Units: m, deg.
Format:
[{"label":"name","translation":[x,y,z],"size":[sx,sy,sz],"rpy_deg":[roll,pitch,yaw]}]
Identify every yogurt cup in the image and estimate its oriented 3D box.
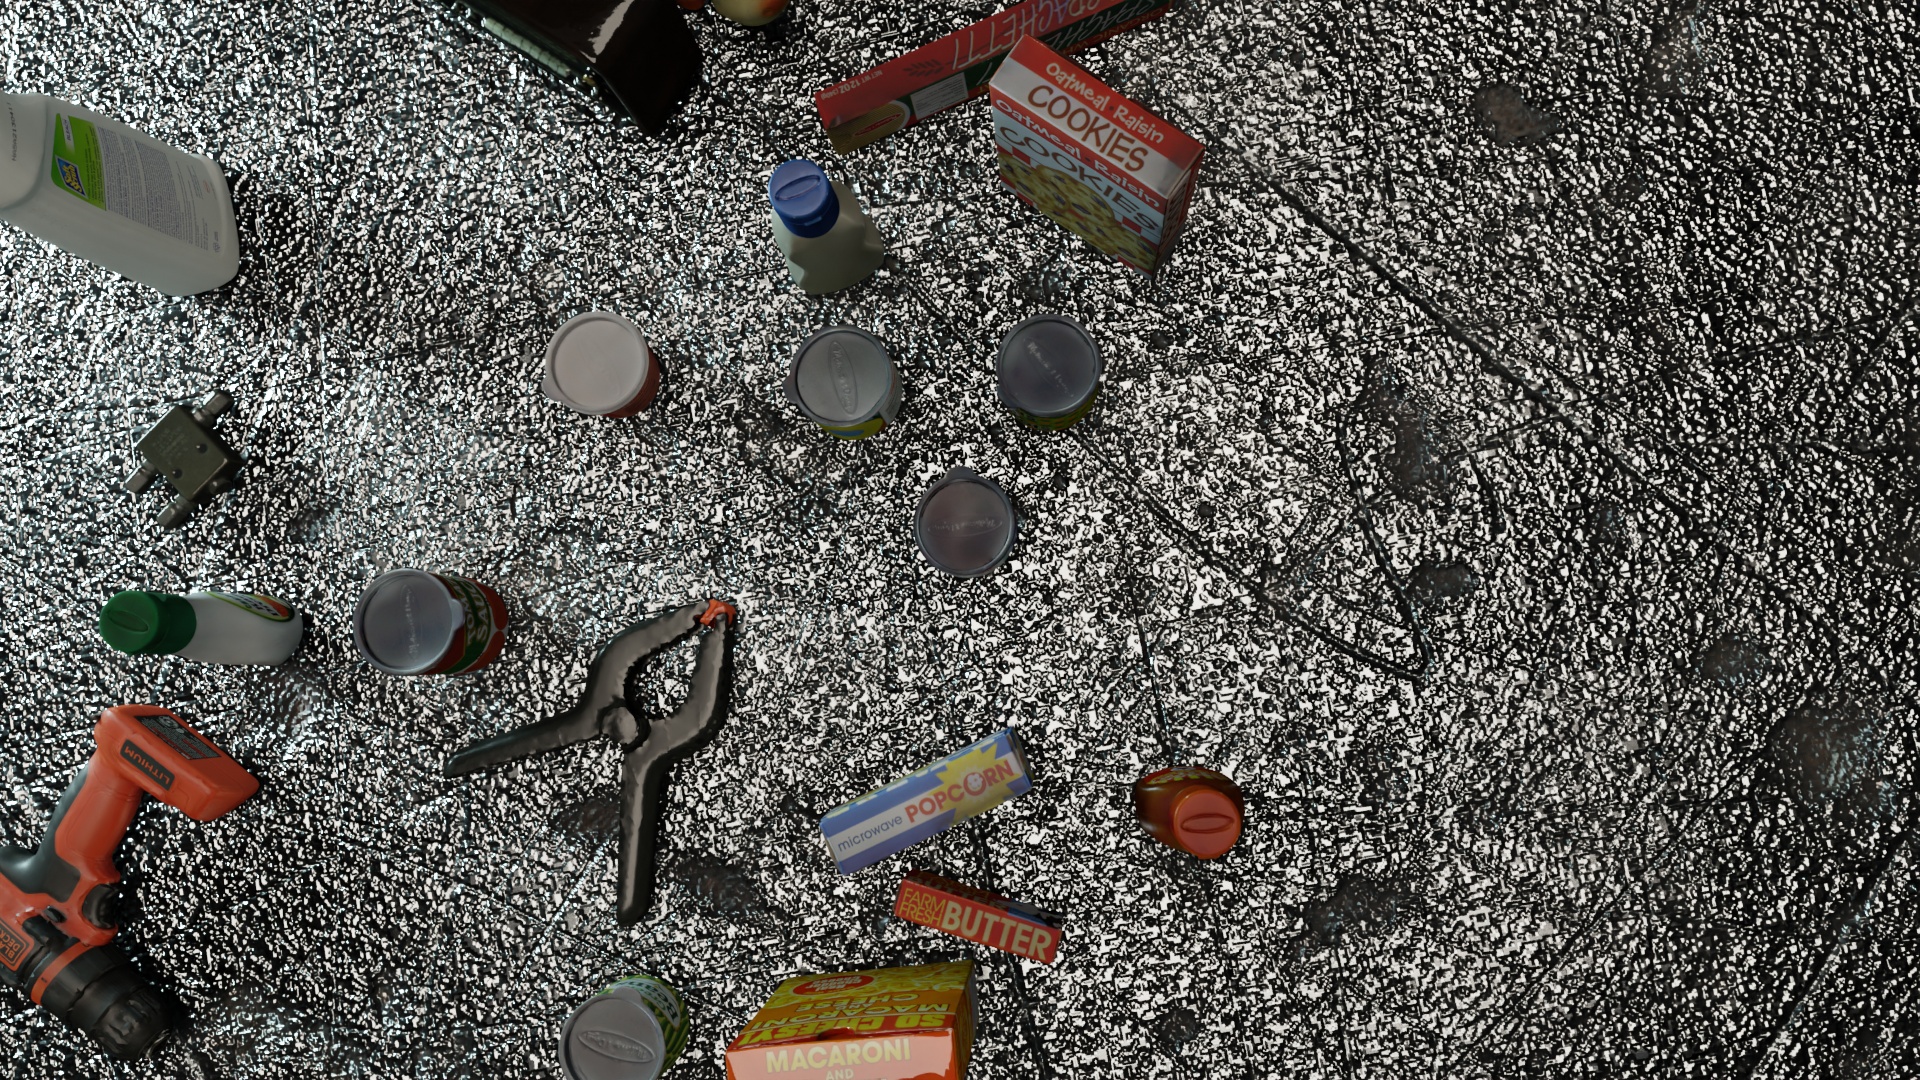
[{"label":"yogurt cup","translation":[-0.232,-0.112,0.917],"size":[0.072,0.054,0.072],"rpy_deg":[0,84,4]}]

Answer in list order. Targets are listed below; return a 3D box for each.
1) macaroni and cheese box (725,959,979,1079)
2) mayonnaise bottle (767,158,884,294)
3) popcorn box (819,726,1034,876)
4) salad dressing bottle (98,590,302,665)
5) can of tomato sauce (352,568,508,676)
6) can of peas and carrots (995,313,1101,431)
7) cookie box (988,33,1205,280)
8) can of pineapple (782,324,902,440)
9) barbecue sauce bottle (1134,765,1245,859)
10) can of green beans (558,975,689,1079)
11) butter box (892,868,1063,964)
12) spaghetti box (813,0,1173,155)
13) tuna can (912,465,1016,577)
[{"label":"macaroni and cheese box","translation":[-0.057,0.284,0.806],"size":[0.124,0.166,0.040],"rpy_deg":[-7,84,3]},{"label":"mayonnaise bottle","translation":[-0.087,-0.196,0.868],"size":[0.065,0.148,0.041],"rpy_deg":[-23,83,2]},{"label":"popcorn box","translation":[-0.018,0.159,0.858],"size":[0.127,0.085,0.038],"rpy_deg":[-25,83,1]},{"label":"salad dressing bottle","translation":[-0.472,0.054,0.869],"size":[0.064,0.147,0.044],"rpy_deg":[22,87,6]},{"label":"can of tomato sauce","translation":[-0.336,0.053,0.892],"size":[0.071,0.083,0.071],"rpy_deg":[0,84,4]},{"label":"can of peas and carrots","translation":[0.055,-0.105,0.894],"size":[0.071,0.058,0.071],"rpy_deg":[0,84,4]},{"label":"cookie box","translation":[0.082,-0.229,0.850],"size":[0.123,0.167,0.040],"rpy_deg":[34,88,7]},{"label":"can of pineapple","translation":[-0.075,-0.102,0.903],"size":[0.071,0.058,0.071],"rpy_deg":[0,84,4]},{"label":"barbecue sauce bottle","translation":[0.137,0.159,0.815],"size":[0.065,0.148,0.043],"rpy_deg":[-4,84,4]},{"label":"can of green beans","translation":[-0.209,0.311,0.869],"size":[0.071,0.058,0.071],"rpy_deg":[0,84,4]},{"label":"butter box","translation":[0.012,0.233,0.864],"size":[0.103,0.053,0.024],"rpy_deg":[16,86,6]},{"label":"spaghetti box","translation":[0.024,-0.325,0.924],"size":[0.250,0.050,0.029],"rpy_deg":[-23,83,1]},{"label":"tuna can","translation":[0.003,-0.011,0.900],"size":[0.071,0.033,0.071],"rpy_deg":[0,84,4]}]
